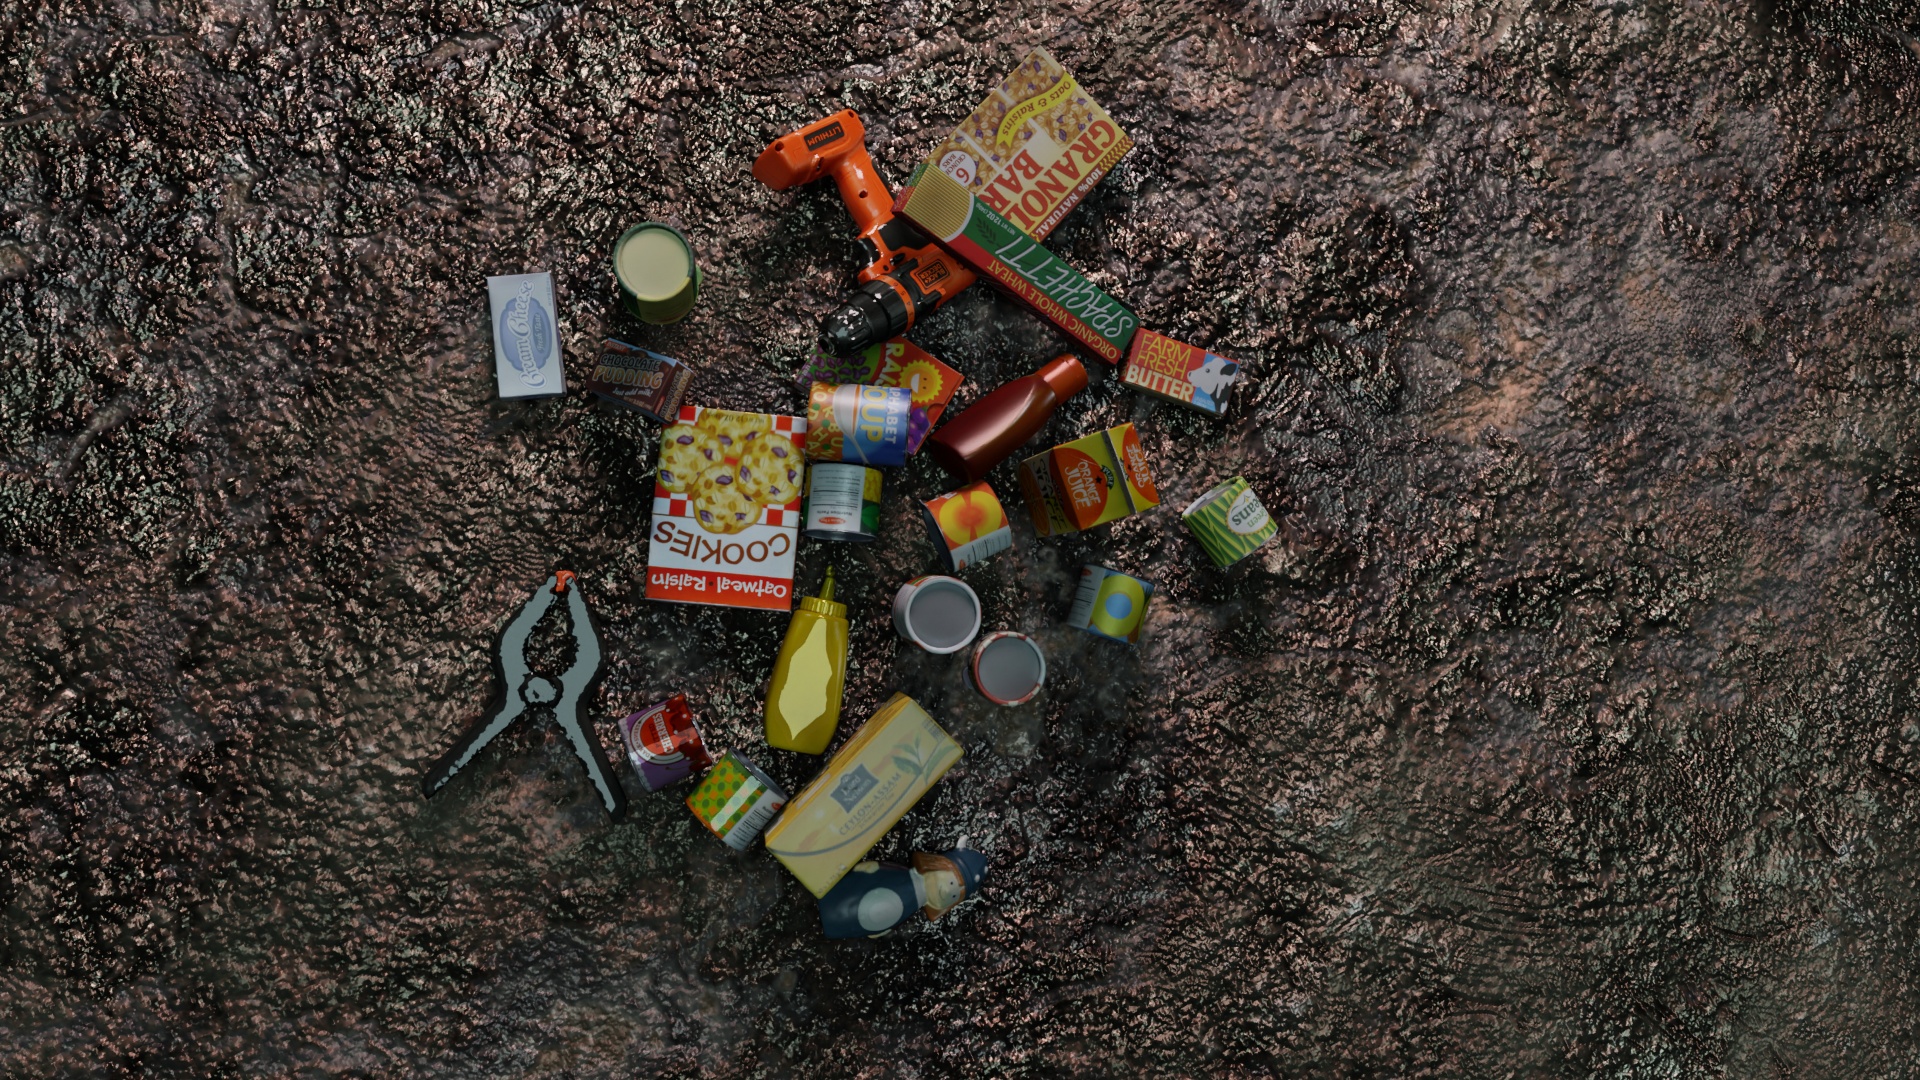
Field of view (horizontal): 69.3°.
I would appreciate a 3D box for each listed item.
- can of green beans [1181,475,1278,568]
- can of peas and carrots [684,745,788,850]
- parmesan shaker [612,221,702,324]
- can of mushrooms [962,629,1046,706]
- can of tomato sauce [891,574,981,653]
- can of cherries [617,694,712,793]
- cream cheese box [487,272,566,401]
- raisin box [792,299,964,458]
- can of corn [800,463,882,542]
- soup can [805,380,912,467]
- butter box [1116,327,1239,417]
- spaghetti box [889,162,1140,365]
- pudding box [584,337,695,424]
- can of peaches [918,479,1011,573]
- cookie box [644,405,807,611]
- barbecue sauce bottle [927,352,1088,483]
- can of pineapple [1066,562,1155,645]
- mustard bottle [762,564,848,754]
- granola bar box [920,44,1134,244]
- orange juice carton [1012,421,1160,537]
[{"bbox_3d":[0.242,-0.017,1.250,0.071,0.071,0.058,-36,94,-9],"label":"can of green beans"},{"bbox_3d":[-0.190,0.216,1.167,0.071,0.071,0.059,43,83,-6],"label":"can of peas and carrots"},{"bbox_3d":[-0.249,-0.222,1.150,0.071,0.103,0.071,0,88,-10],"label":"parmesan shaker"},{"bbox_3d":[0.039,0.113,1.226,0.071,0.033,0.071,0,89,-11],"label":"can of mushrooms"},{"bbox_3d":[-0.019,0.062,1.192,0.071,0.083,0.071,0,89,-10],"label":"can of tomato sauce"},{"bbox_3d":[-0.245,0.168,1.155,0.058,0.071,0.071,-23,92,-10],"label":"can of cherries"},{"bbox_3d":[-0.365,-0.171,1.168,0.053,0.024,0.103,-7,89,-9],"label":"cream cheese box"},{"bbox_3d":[-0.072,-0.139,1.212,0.123,0.040,0.086,32,82,-8],"label":"raisin box"},{"bbox_3d":[-0.101,-0.031,1.190,0.071,0.071,0.058,5,82,-10],"label":"can of corn"},{"bbox_3d":[-0.084,-0.098,1.153,0.084,0.071,0.071,5,88,-4],"label":"soup can"},{"bbox_3d":[0.199,-0.153,1.268,0.103,0.024,0.053,18,86,-9],"label":"butter box"},{"bbox_3d":[0.053,-0.235,1.203,0.250,0.029,0.050,31,87,-27],"label":"spaghetti box"},{"bbox_3d":[-0.268,-0.134,1.160,0.084,0.030,0.050,21,81,30],"label":"pudding box"},{"bbox_3d":[0.004,-0.015,1.208,0.058,0.071,0.071,-24,93,-10],"label":"can of peaches"},{"bbox_3d":[-0.199,-0.026,1.185,0.123,0.040,0.167,6,86,-10],"label":"cookie box"},{"bbox_3d":[0.046,-0.111,1.223,0.149,0.065,0.043,-37,131,-17],"label":"barbecue sauce bottle"},{"bbox_3d":[0.134,0.057,1.229,0.071,0.071,0.058,19,86,-9],"label":"can of pineapple"},{"bbox_3d":[-0.125,0.100,1.190,0.065,0.049,0.160,14,85,-10],"label":"mustard bottle"},{"bbox_3d":[0.054,-0.337,1.240,0.124,0.039,0.166,44,82,-7],"label":"granola bar box"},{"bbox_3d":[0.107,-0.049,1.163,0.073,0.192,0.071,-19,91,-11],"label":"orange juice carton"}]
